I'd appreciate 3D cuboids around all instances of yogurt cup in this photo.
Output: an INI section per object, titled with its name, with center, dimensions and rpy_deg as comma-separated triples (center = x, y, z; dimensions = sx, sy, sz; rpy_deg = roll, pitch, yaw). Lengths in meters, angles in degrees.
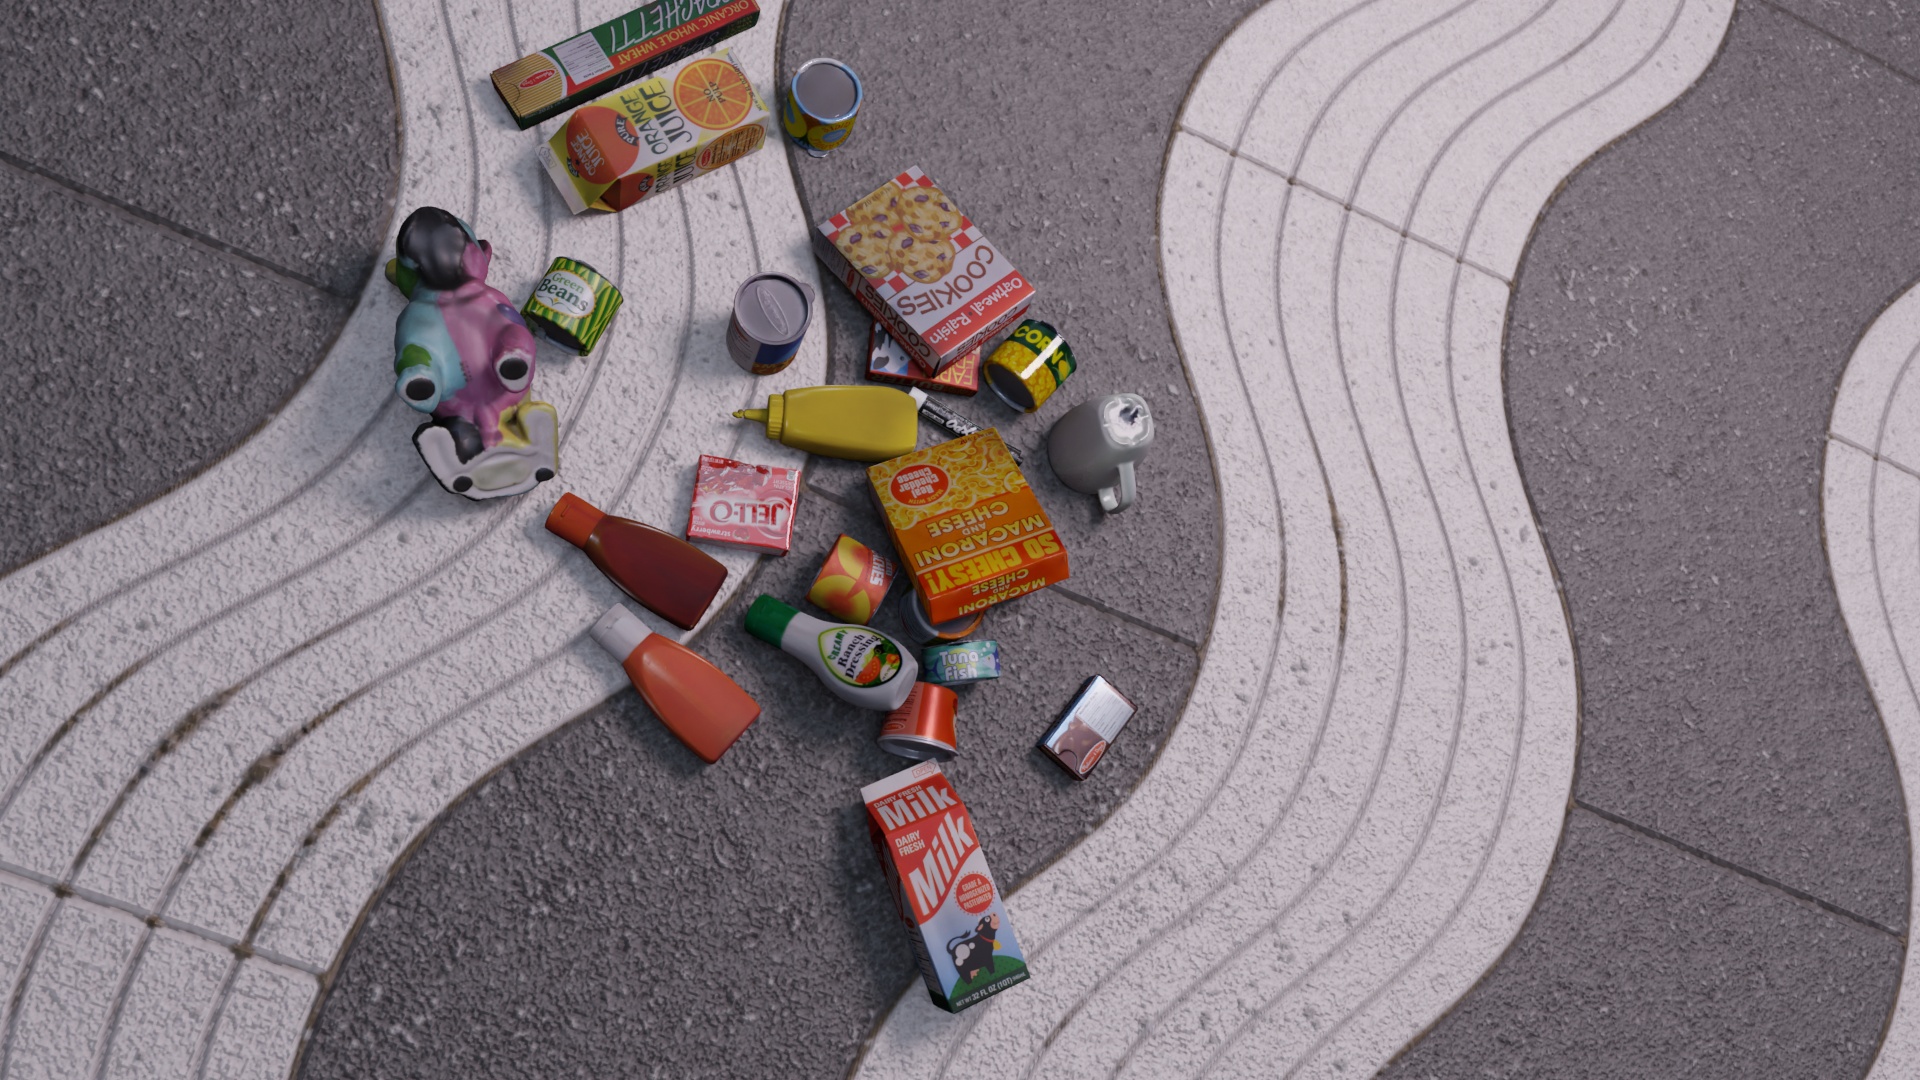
[yogurt cup]
center = -0.033, 0.153, 1.174
dimensions = 0.072, 0.072, 0.054
rpy_deg = 15, 67, -11

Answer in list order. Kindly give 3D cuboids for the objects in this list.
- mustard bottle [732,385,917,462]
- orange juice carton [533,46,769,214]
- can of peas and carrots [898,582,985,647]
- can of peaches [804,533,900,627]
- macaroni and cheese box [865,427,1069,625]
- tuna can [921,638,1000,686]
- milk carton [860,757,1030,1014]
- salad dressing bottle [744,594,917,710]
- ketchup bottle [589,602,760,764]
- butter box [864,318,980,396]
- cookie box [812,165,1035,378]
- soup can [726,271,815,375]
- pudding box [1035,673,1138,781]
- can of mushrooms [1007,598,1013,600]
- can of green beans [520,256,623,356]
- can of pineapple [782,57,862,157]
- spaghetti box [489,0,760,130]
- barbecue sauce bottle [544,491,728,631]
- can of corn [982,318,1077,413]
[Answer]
[mustard bottle]
center = -0.119, -0.106, 1.217
dimensions = 0.160, 0.048, 0.065
rpy_deg = 5, 73, -13
[orange juice carton]
center = -0.270, -0.353, 1.222
dimensions = 0.193, 0.073, 0.072
rpy_deg = -30, 87, -18
[can of peas and carrots]
center = -0.014, 0.056, 1.202
dimensions = 0.071, 0.058, 0.071
rpy_deg = 3, 78, -14
[can of peaches]
center = -0.092, 0.034, 1.182
dimensions = 0.058, 0.071, 0.071
rpy_deg = 29, 72, -6
[macaroni and cheese box]
center = 0.004, -0.015, 1.180
dimensions = 0.124, 0.040, 0.167
rpy_deg = -19, 48, -10
[tuna can]
center = 0.001, 0.105, 1.188
dimensions = 0.071, 0.071, 0.033
rpy_deg = -5, 80, -15
[milk carton]
center = -0.017, 0.281, 1.143
dimensions = 0.072, 0.073, 0.190
rpy_deg = -20, 83, -17
[salad dressing bottle]
center = -0.109, 0.091, 1.154
dimensions = 0.148, 0.043, 0.064
rpy_deg = 24, 61, 15
[ketchup bottle]
center = -0.237, 0.113, 1.140
dimensions = 0.149, 0.043, 0.065
rpy_deg = 43, 70, -2
[butter box]
center = -0.033, -0.166, 1.266
dimensions = 0.103, 0.024, 0.053
rpy_deg = 9, 75, -13
[cookie box]
center = -0.033, -0.244, 1.260
dimensions = 0.123, 0.040, 0.167
rpy_deg = -38, 80, -25
[soup can]
center = -0.165, -0.188, 1.206
dimensions = 0.071, 0.083, 0.071
rpy_deg = 3, 77, -14
[pudding box]
center = 0.111, 0.165, 1.225
dimensions = 0.049, 0.030, 0.084
rpy_deg = 41, 71, -4
[can of mushrooms]
center = 0.044, 0.018, 1.239
dimensions = 0.071, 0.033, 0.071
rpy_deg = 3, 77, -13
[can of green beans]
center = -0.329, -0.197, 1.175
dimensions = 0.071, 0.071, 0.058
rpy_deg = 29, 73, -7
[can of pineapple]
center = -0.126, -0.398, 1.277
dimensions = 0.071, 0.057, 0.071
rpy_deg = 3, 77, -14
[spaghetti box]
center = -0.299, -0.447, 1.259
dimensions = 0.251, 0.028, 0.050
rpy_deg = -32, 87, -19
[barbecue sauce bottle]
center = -0.271, 0.013, 1.154
dimensions = 0.148, 0.043, 0.065
rpy_deg = 32, 72, -5
[can of corn]
center = 0.062, -0.159, 1.265
dimensions = 0.071, 0.071, 0.058
rpy_deg = 43, 72, -2
